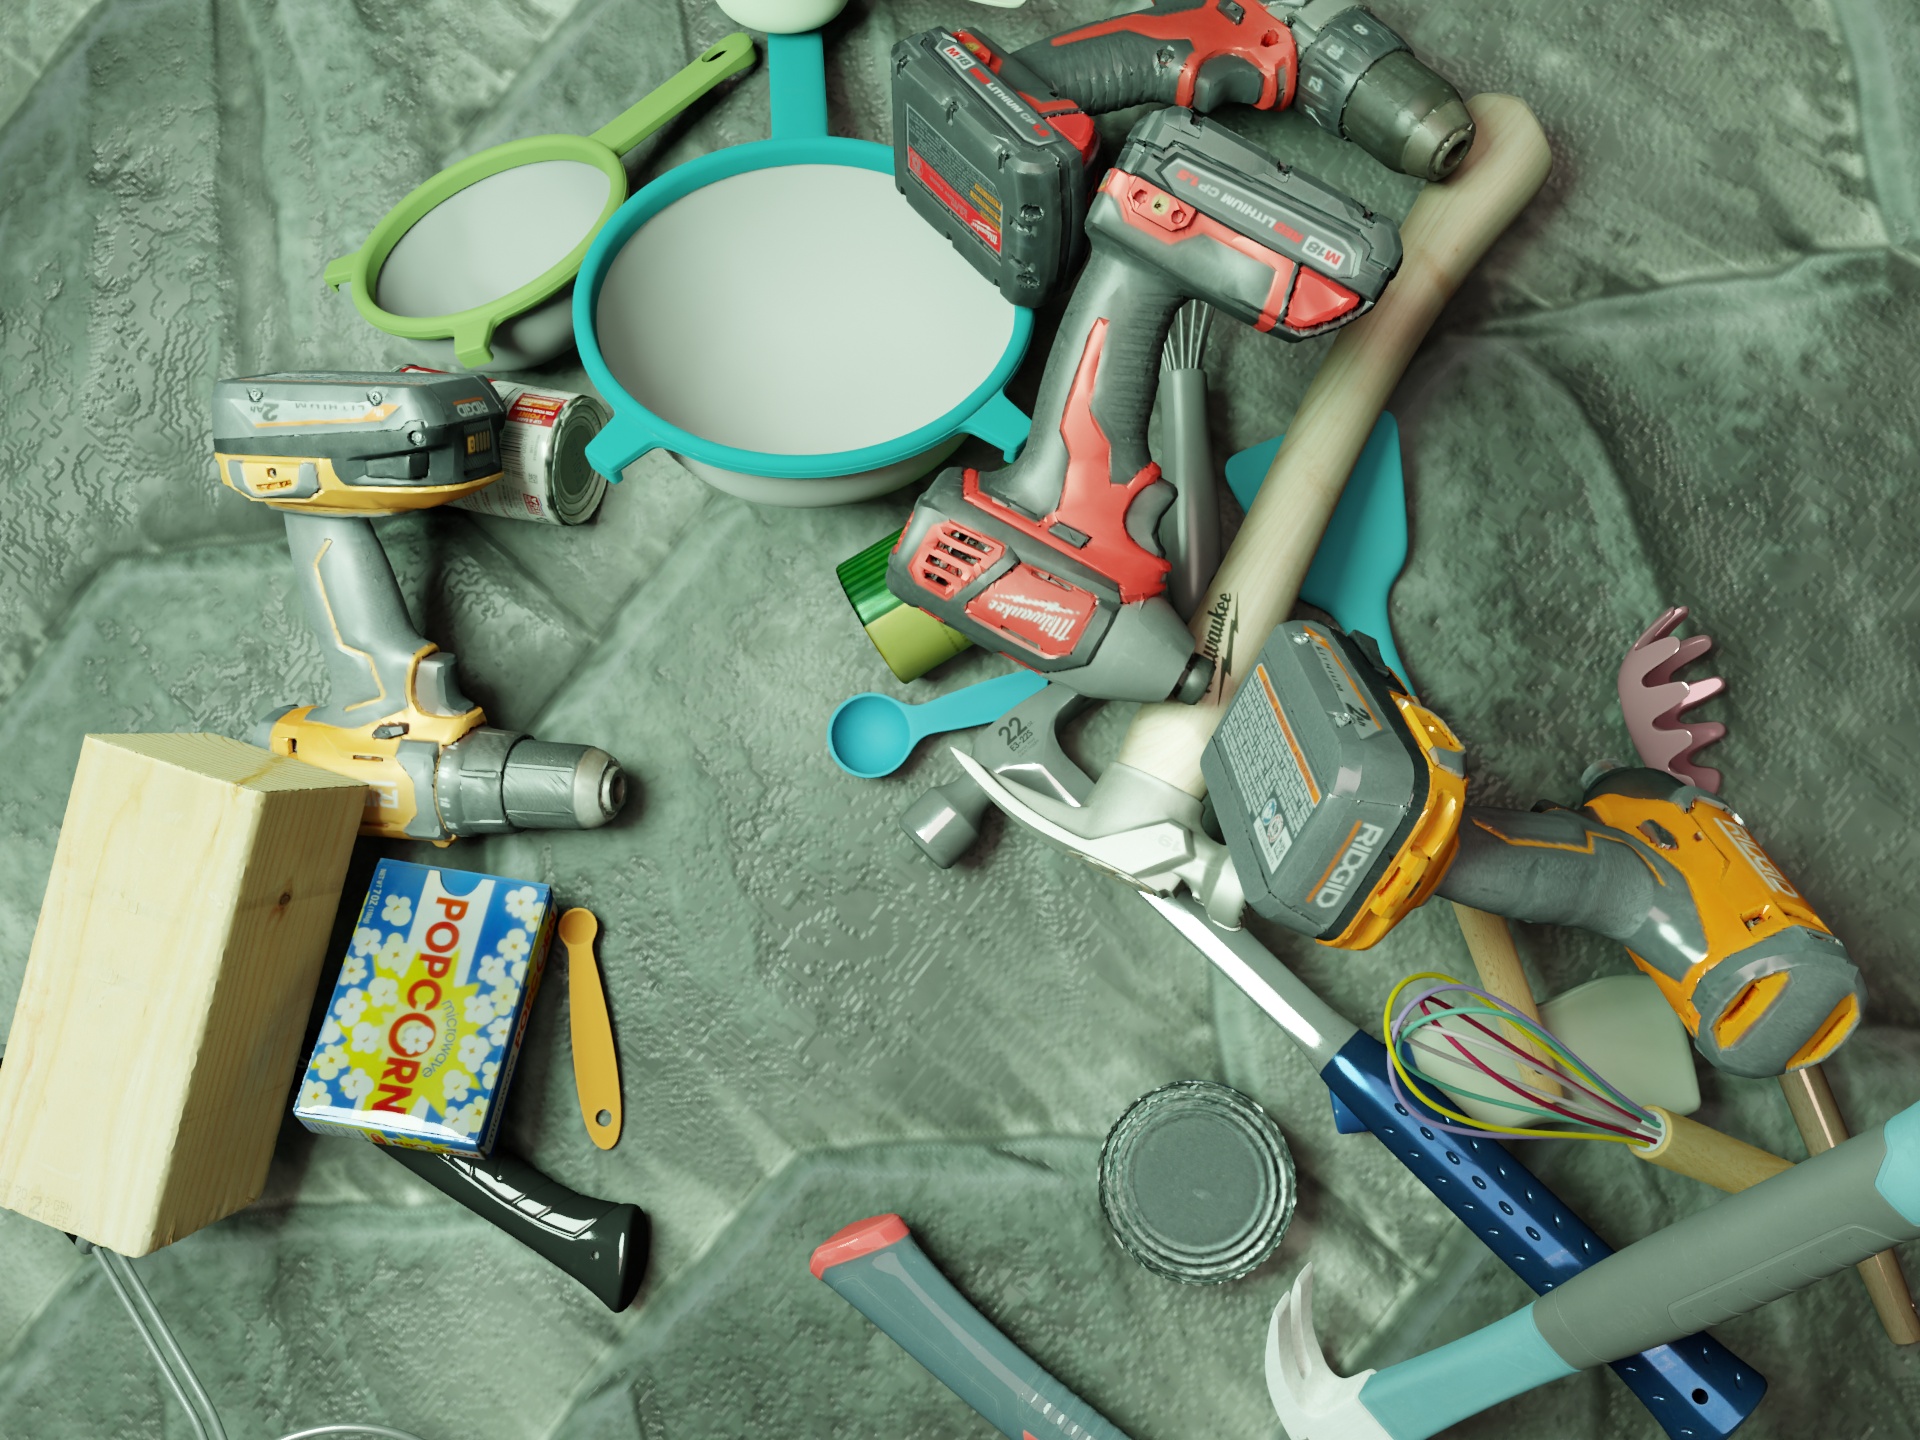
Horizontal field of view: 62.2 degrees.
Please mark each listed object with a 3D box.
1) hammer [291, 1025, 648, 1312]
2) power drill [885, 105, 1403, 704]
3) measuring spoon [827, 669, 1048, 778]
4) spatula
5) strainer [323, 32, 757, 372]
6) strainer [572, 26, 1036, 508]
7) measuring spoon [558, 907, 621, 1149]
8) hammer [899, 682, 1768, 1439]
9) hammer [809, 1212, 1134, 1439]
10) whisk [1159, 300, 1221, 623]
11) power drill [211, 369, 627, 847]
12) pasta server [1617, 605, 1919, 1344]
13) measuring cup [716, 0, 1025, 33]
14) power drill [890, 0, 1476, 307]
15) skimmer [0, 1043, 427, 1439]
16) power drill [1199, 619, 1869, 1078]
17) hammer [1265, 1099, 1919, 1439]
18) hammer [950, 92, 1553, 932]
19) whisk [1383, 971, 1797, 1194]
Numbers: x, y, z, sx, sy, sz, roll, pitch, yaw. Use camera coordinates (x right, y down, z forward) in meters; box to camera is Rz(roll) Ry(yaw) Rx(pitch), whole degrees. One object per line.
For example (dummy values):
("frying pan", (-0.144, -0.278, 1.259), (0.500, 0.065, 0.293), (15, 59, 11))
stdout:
("hammer", (-0.295, 0.188, 0.774), (0.335, 0.035, 0.146), (28, 85, 13))
("power drill", (0.078, -0.115, 0.642), (0.143, 0.078, 0.219), (29, 103, -1))
("measuring spoon", (-0.001, -0.002, 0.771), (0.128, 0.021, 0.042), (-15, 77, -3))
("spatula", (0.202, 0.012, 0.703), (0.082, 0.044, 0.318), (-17, 67, 4))
("strainer", (-0.193, -0.263, 0.832), (0.152, 0.069, 0.256), (31, 67, 36))
("strainer", (-0.077, -0.228, 0.794), (0.211, 0.095, 0.341), (-4, 58, -3))
("measuring spoon", (-0.179, 0.149, 0.775), (0.021, 0.011, 0.117), (-10, 82, 5))
("hammer", (0.156, 0.128, 0.671), (0.144, 0.035, 0.406), (-44, 67, -4))
("hammer", (0.086, 0.353, 0.670), (0.386, 0.038, 0.143), (34, 104, 17))
("whisk", (0.108, -0.164, 0.767), (0.055, 0.055, 0.239), (-3, 84, 9))
("power drill", (-0.254, -0.048, 0.756), (0.185, 0.084, 0.226), (4, 108, 11))
("pasta server", (0.348, 0.105, 0.678), (0.040, 0.060, 0.316), (-26, 77, 37))
("measuring cup", (-0.049, -0.374, 0.814), (0.167, 0.038, 0.083), (16, 55, 5))
("power drill", (0.101, -0.277, 0.722), (0.226, 0.080, 0.188), (-32, 64, -18))
("skimmer", (-0.367, 0.294, 0.769), (0.364, 0.090, 0.127), (43, 92, 24))
("power drill", (0.212, 0.041, 0.612), (0.226, 0.164, 0.084), (19, 118, -14))
("hammer", (0.226, 0.216, 0.569), (0.128, 0.033, 0.331), (47, 134, 10))
("hammer", (0.150, -0.116, 0.719), (0.146, 0.038, 0.411), (25, 78, 20))
("whisk", (0.255, 0.151, 0.621), (0.244, 0.047, 0.051), (24, 120, -25))
